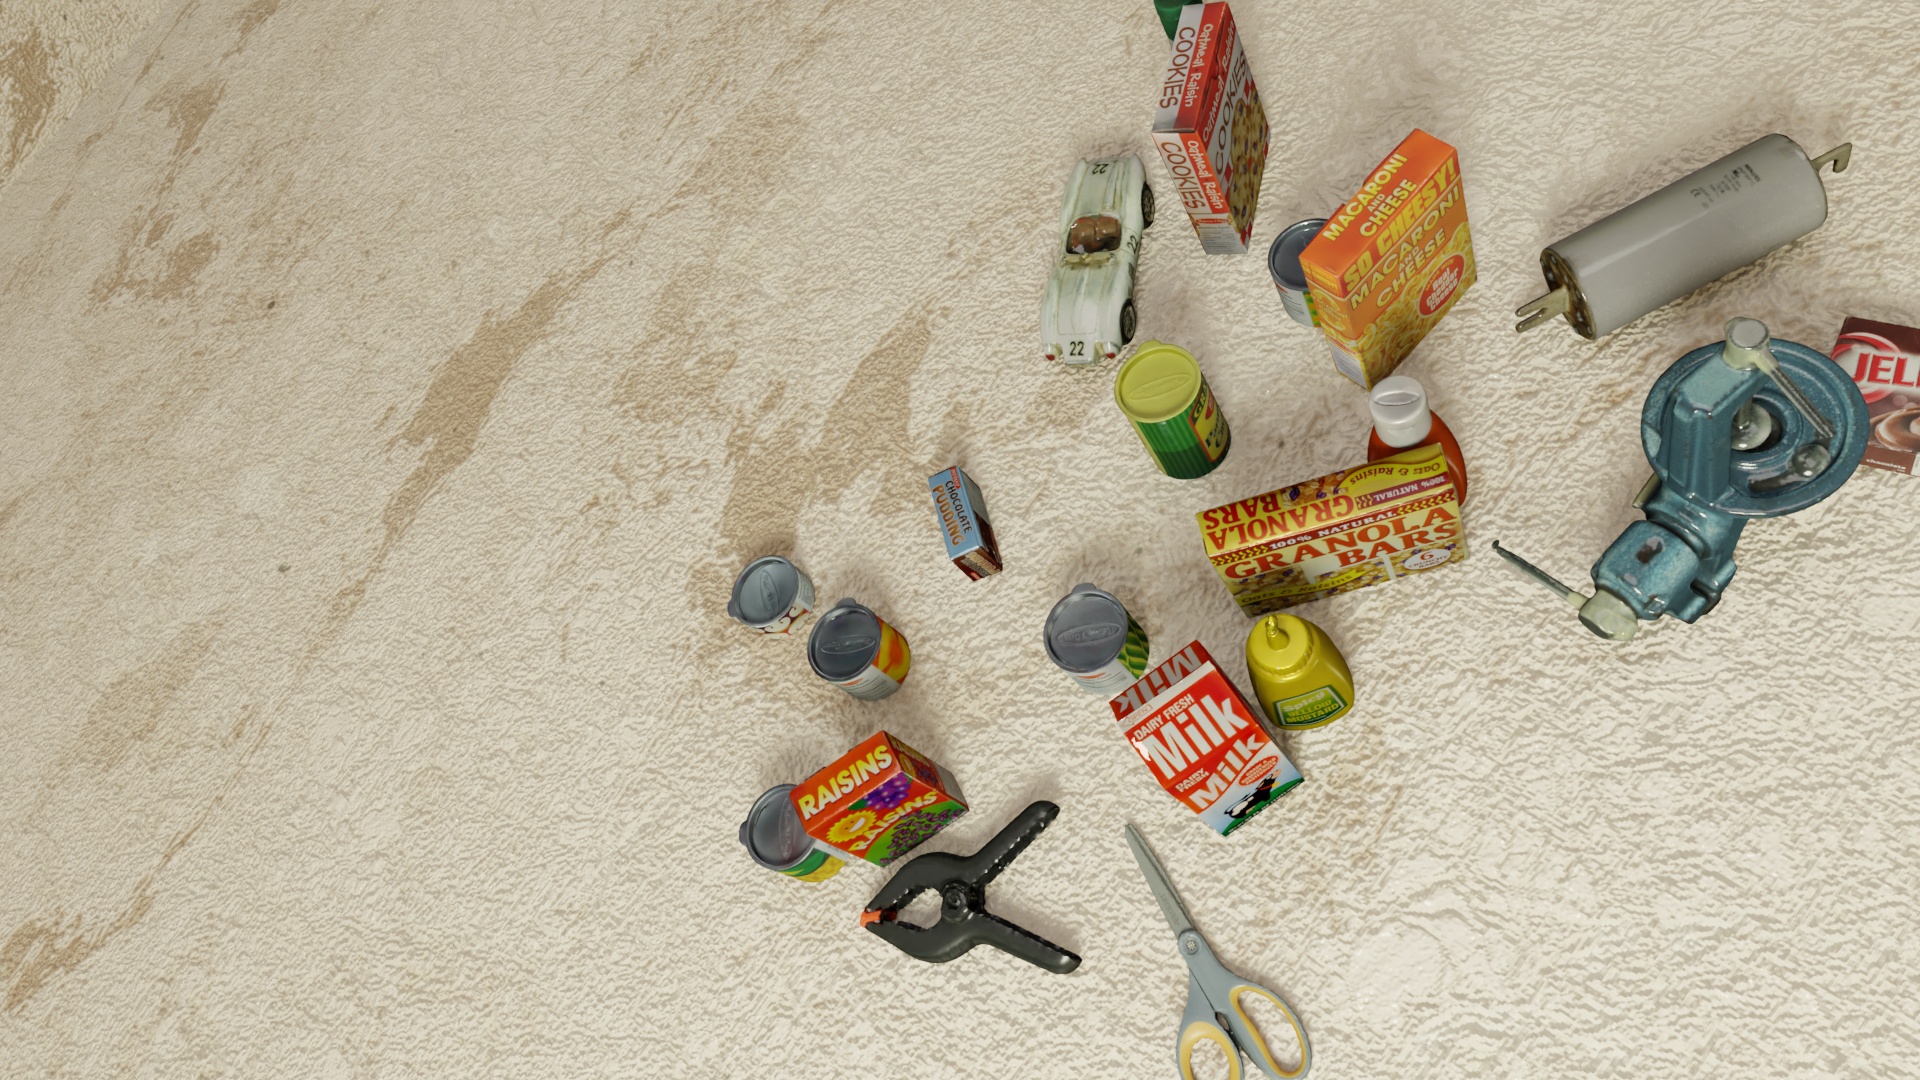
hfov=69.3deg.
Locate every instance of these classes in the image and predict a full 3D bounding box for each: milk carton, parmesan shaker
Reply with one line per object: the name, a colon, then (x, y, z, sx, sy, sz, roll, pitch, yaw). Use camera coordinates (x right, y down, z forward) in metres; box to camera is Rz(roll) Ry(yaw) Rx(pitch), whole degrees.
milk carton: (0.159, 0.128, 0.912, 0.072, 0.190, 0.074, -36, 57, 6)
parmesan shaker: (0.165, -0.099, 1.068, 0.071, 0.103, 0.071, -10, 63, 21)

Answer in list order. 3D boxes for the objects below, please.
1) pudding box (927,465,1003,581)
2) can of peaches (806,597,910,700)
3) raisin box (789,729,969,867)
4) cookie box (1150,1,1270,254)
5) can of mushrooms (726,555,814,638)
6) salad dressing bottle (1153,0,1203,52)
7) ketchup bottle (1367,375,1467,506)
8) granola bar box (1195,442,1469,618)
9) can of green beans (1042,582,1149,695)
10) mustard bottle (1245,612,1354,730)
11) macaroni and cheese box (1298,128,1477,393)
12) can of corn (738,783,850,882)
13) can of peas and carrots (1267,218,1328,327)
pudding box: (0.004, -0.014, 1.135, 0.030, 0.049, 0.084, -24, 59, 14)
can of peaches: (-0.081, 0.089, 1.122, 0.071, 0.058, 0.071, -10, 63, 21)
raisin box: (-0.058, 0.192, 1.023, 0.086, 0.123, 0.040, -34, 57, 8)
cookie box: (0.206, -0.327, 1.118, 0.040, 0.167, 0.123, 5, 69, 27)
can of mushrooms: (-0.163, 0.050, 1.193, 0.071, 0.033, 0.071, -10, 63, 21)
salad dressing bottle: (0.201, -0.410, 1.171, 0.064, 0.147, 0.044, -15, 62, 19)
ketchup bottle: (0.310, -0.064, 0.956, 0.064, 0.148, 0.044, -5, 65, 23)
granola bar box: (0.261, -0.002, 0.965, 0.165, 0.124, 0.039, -17, 61, 17)
can of green beans: (0.103, 0.077, 1.041, 0.071, 0.057, 0.071, -10, 63, 21)
mustard bottle: (0.220, 0.083, 0.922, 0.065, 0.160, 0.049, -21, 60, 15)
macaroni and cheese box: (0.313, -0.198, 1.008, 0.124, 0.166, 0.040, -48, 57, -1)
can of corn: (-0.126, 0.228, 1.077, 0.071, 0.058, 0.071, -10, 63, 21)
can of peas and carrots: (0.283, -0.211, 1.092, 0.071, 0.058, 0.071, -10, 63, 21)
